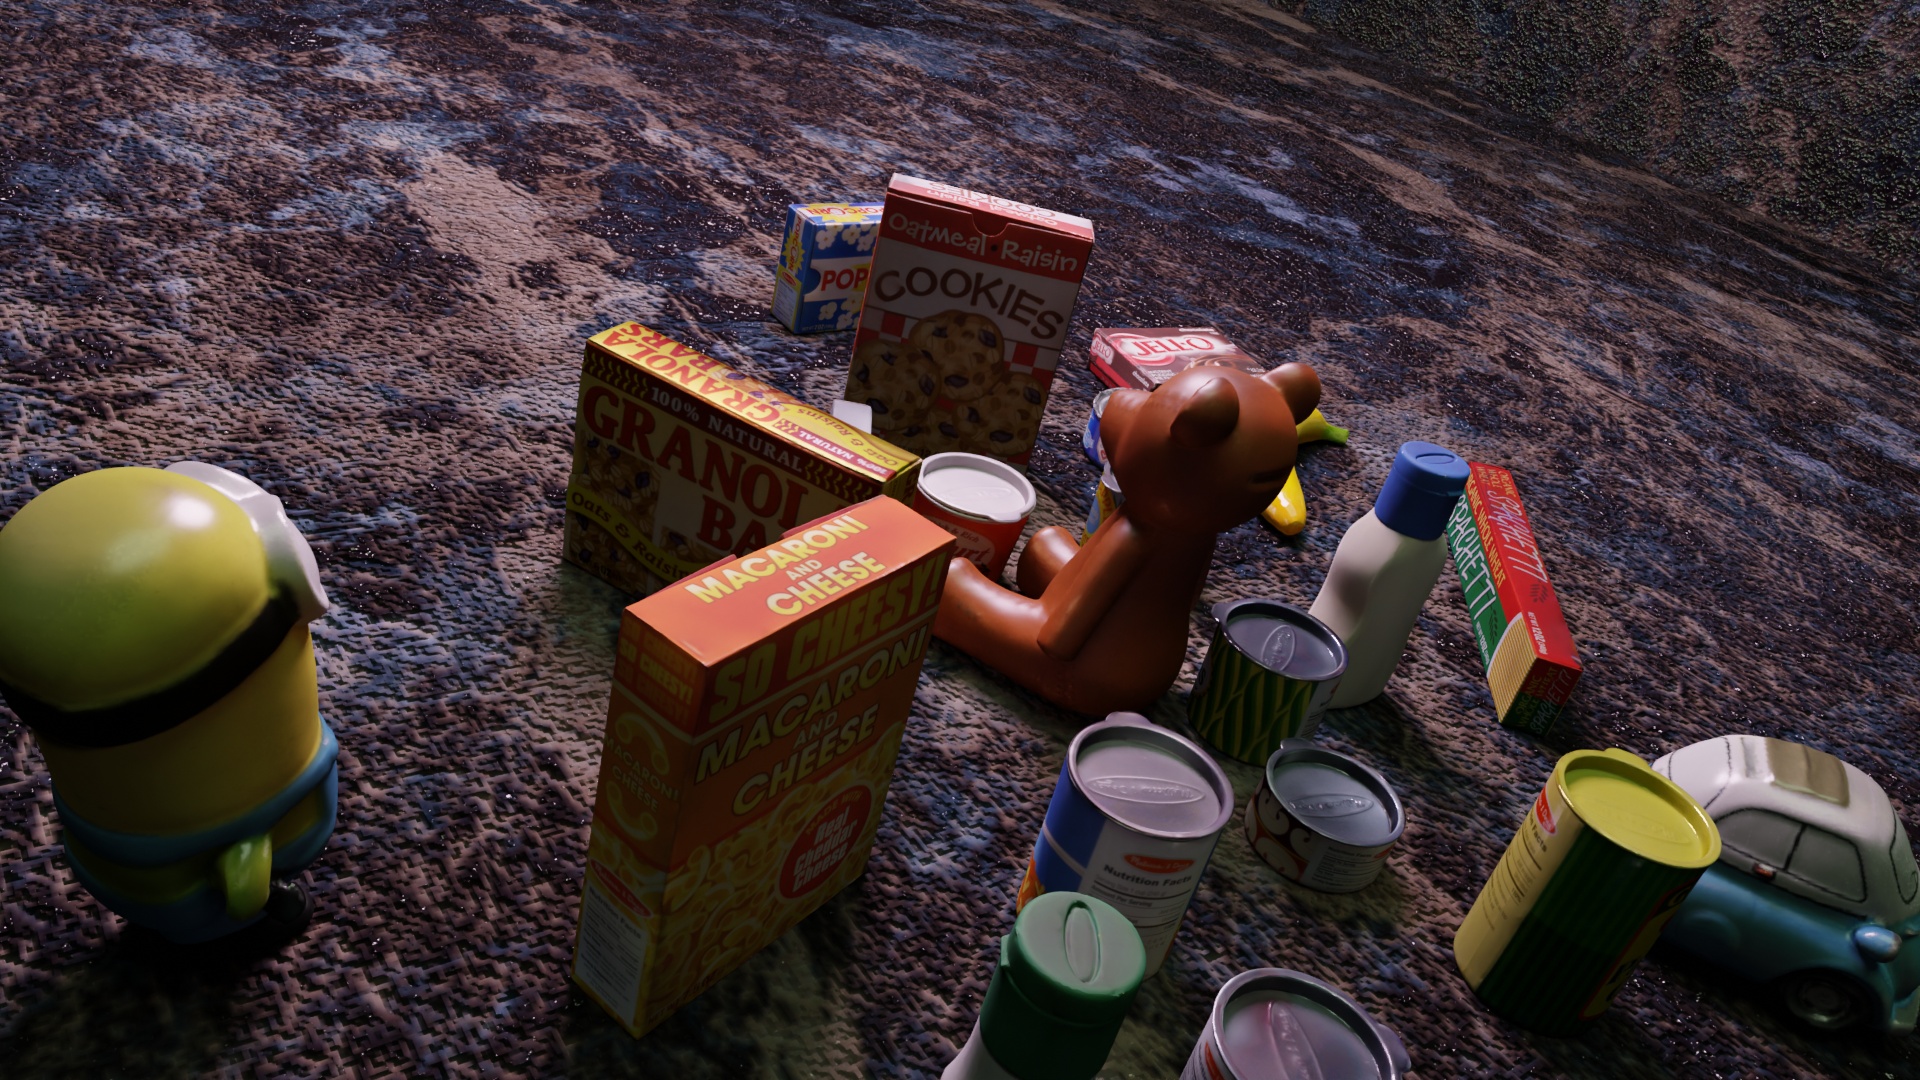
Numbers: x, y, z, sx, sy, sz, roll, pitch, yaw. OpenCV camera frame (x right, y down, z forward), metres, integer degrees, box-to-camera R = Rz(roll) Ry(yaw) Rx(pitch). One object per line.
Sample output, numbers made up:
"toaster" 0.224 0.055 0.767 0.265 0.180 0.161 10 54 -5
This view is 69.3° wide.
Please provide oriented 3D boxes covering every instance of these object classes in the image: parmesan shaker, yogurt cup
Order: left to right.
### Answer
"yogurt cup" 0.003 -0.010 0.767 0.072 0.053 0.073 11 31 -7
"parmesan shaker" 0.259 0.147 0.582 0.071 0.102 0.071 11 31 -7

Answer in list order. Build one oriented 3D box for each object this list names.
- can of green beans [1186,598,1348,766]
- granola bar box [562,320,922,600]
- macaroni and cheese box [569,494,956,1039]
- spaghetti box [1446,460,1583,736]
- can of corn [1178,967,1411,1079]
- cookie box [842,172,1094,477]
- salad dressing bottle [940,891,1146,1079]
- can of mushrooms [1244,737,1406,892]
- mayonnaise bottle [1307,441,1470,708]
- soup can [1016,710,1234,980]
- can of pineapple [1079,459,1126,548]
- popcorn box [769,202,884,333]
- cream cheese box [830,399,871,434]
"can of green beans" 0.153 0.071 0.700 0.071 0.057 0.071 11 31 -7
"granola bar box" -0.109 -0.014 0.656 0.166 0.123 0.039 26 32 17
"macaroni and cheese box" -0.070 0.076 0.486 0.040 0.165 0.124 31 34 25
"spaghetti box" 0.338 0.026 0.864 0.029 0.050 0.251 17 31 2
"can of corn" 0.113 0.194 0.482 0.071 0.058 0.071 11 31 -7
"cookie box" 0.000 -0.126 0.844 0.123 0.166 0.040 12 31 -6
"salad dressing bottle" 0.014 0.165 0.399 0.044 0.146 0.064 12 31 -5
"can of mushrooms" 0.166 0.126 0.641 0.071 0.033 0.071 11 31 -7
"mayonnaise bottle" 0.219 0.020 0.725 0.065 0.147 0.041 -5 36 -31
"soup can" 0.063 0.122 0.552 0.071 0.083 0.072 11 31 -7
"can of pineapple" 0.106 -0.011 0.812 0.071 0.057 0.071 11 31 -7
"popcorn box" -0.071 -0.200 1.013 0.127 0.084 0.038 -13 41 -38
"cream cheese box" -0.067 -0.031 0.771 0.024 0.053 0.104 11 31 -8
